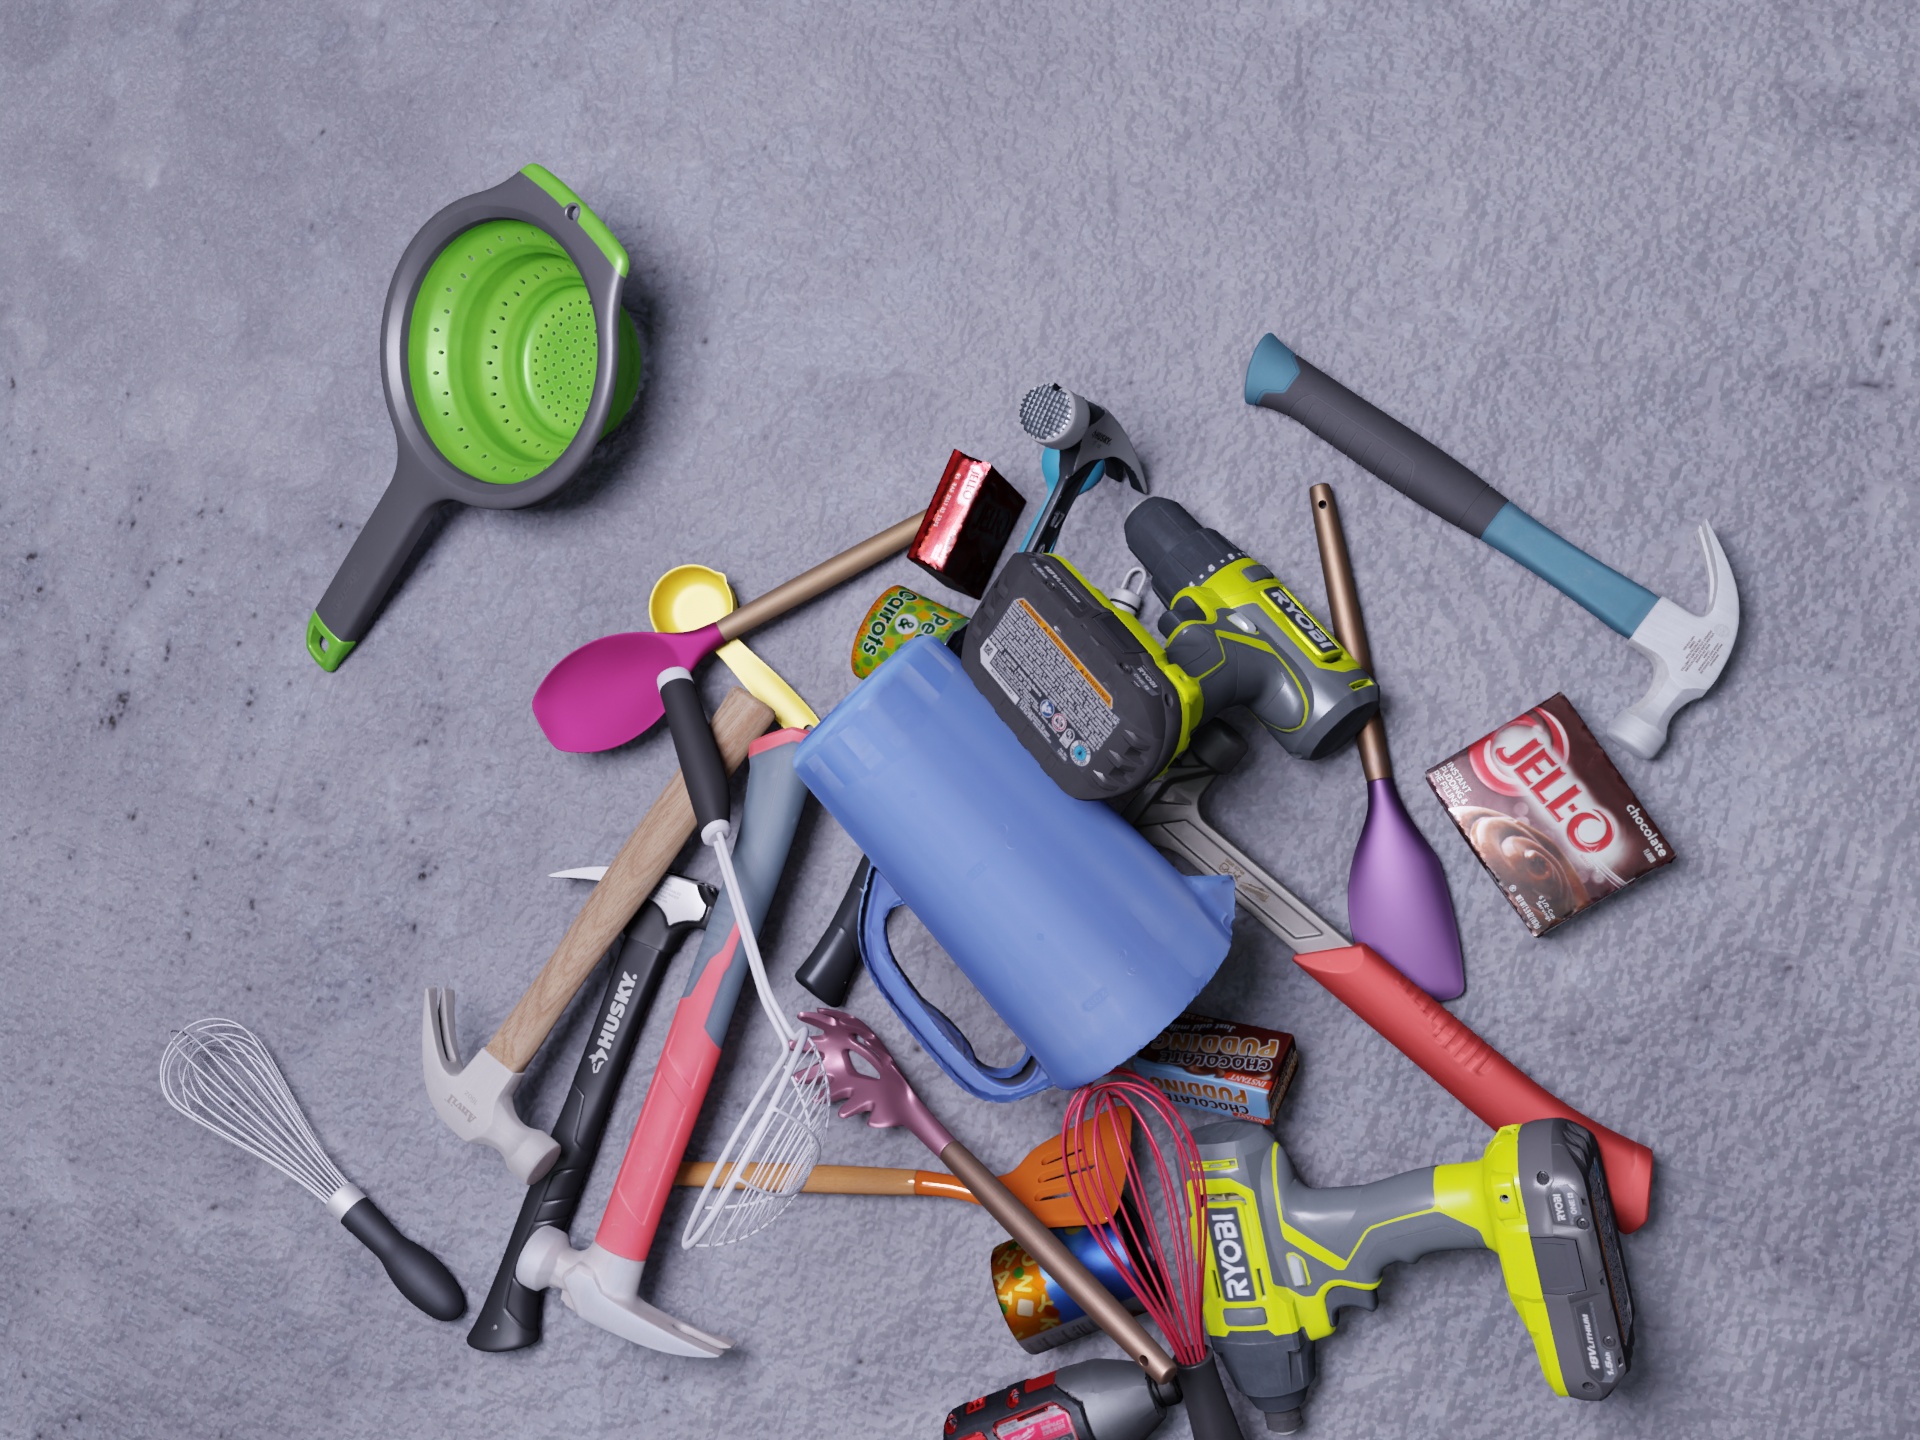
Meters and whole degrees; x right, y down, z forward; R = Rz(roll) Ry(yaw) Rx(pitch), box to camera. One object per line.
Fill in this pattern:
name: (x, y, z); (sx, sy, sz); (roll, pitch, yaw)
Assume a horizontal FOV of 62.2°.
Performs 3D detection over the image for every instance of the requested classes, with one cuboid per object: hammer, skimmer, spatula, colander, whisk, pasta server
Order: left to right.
whisk: (-0.439, 0.305, 1.081); (0.285, 0.070, 0.070); (40, 94, 11)
colander: (-0.333, -0.187, 1.104); (0.205, 0.094, 0.397); (47, 114, 15)
hammer: (-0.251, 0.254, 1.043); (0.146, 0.035, 0.335); (21, 89, 16)
hammer: (-0.227, 0.120, 1.017); (0.130, 0.031, 0.331); (33, 86, 17)
skimmer: (-0.152, 0.117, 0.913); (0.127, 0.090, 0.364); (-56, 45, 44)
hammer: (-0.147, 0.193, 0.987); (0.143, 0.038, 0.386); (19, 89, 13)
spatula: (-0.051, 0.278, 0.980); (0.322, 0.041, 0.081); (-4, 38, 18)
hammer: (-0.002, -0.003, 0.976); (0.036, 0.149, 0.409); (31, 101, 25)
pasta server: (0.005, 0.266, 0.915); (0.316, 0.040, 0.060); (36, 114, 40)
whisk: (0.121, 0.328, 0.866); (0.073, 0.073, 0.296); (-16, 95, 13)
spatula: (0.242, 0.011, 0.948); (0.060, 0.018, 0.316); (-11, 81, 17)
hammer: (0.235, 0.164, 0.915); (0.359, 0.036, 0.149); (41, 106, 14)
hammer: (0.303, -0.125, 0.940); (0.331, 0.033, 0.128); (38, 95, 16)

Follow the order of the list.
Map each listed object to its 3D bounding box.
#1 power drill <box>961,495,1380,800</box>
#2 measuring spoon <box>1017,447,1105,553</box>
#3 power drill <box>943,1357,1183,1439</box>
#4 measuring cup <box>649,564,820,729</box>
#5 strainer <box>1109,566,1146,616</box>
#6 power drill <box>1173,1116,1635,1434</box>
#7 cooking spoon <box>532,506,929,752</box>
power drill: (0.112, -0.049, 0.893); (0.191, 0.228, 0.080); (51, 129, 22)
measuring spoon: (0.054, -0.128, 1.014); (0.042, 0.021, 0.128); (23, 88, 17)
power drill: (0.090, 0.479, 0.902); (0.143, 0.078, 0.220); (-25, 74, 10)
measuring cup: (-0.143, -0.039, 1.061); (0.062, 0.029, 0.156); (-44, 86, 1)
strainer: (0.063, 0.022, 0.984); (0.087, 0.050, 0.258); (18, 82, 43)
power drill: (0.239, 0.302, 0.867); (0.223, 0.080, 0.171); (-13, 88, 27)
cooking spoon: (-0.133, -0.070, 1.037); (0.319, 0.017, 0.069); (-28, 94, 1)
